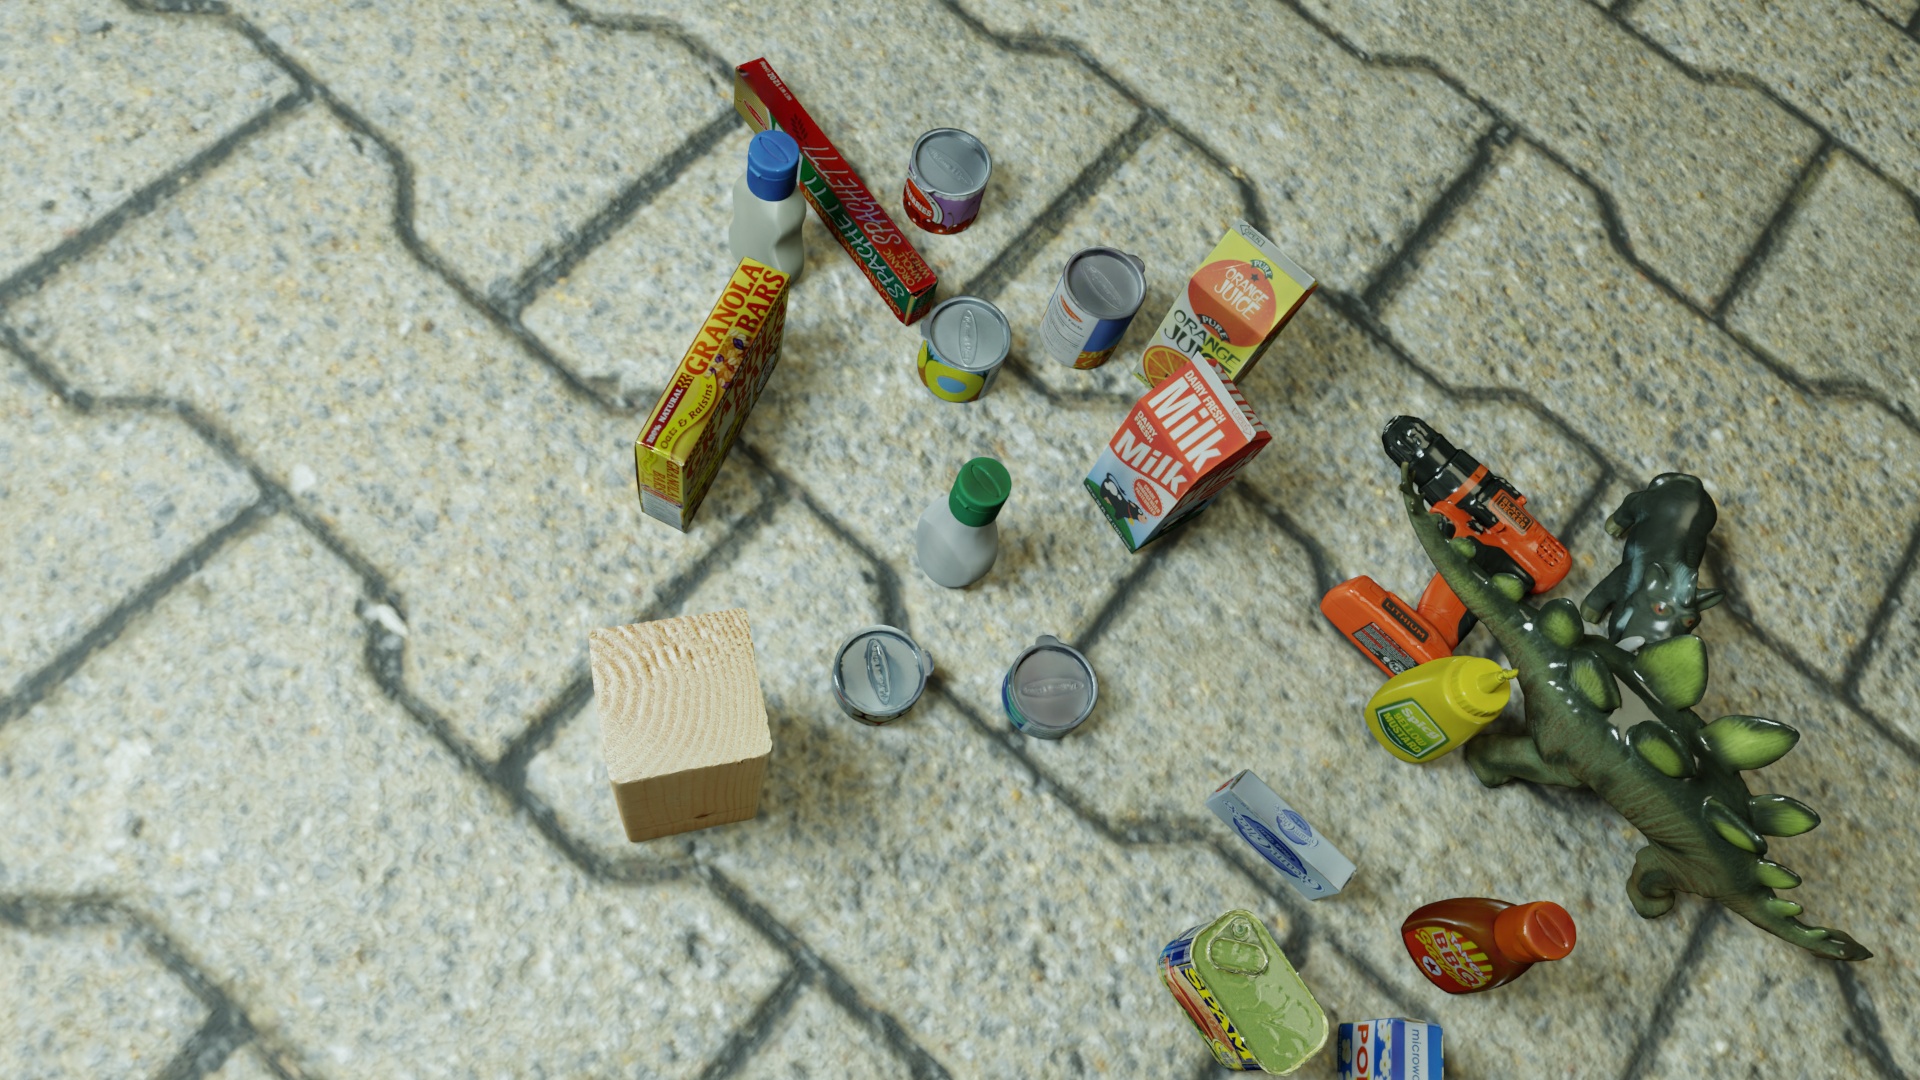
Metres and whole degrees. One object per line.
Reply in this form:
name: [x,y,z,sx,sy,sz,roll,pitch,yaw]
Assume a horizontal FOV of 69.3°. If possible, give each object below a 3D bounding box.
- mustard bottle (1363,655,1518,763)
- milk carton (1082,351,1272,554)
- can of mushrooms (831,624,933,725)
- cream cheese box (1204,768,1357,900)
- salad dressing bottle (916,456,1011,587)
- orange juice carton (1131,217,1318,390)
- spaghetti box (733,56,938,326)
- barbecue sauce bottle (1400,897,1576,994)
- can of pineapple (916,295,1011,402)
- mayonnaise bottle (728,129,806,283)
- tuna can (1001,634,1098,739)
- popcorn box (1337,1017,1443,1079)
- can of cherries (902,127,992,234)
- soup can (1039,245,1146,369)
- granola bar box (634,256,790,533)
mustard bottle: [0.347,0.114,0.989,0.049,0.159,0.065,-37,80,-22]
milk carton: [0.160,-0.066,1.008,0.074,0.189,0.072,-29,77,-20]
can of mushrooms: [-0.056,0.096,0.986,0.071,0.033,0.071,4,68,-10]
cream cheese box: [0.226,0.209,0.985,0.104,0.053,0.024,42,67,7]
salad dressing bottle: [0.003,-0.012,0.979,0.044,0.147,0.064,-36,79,-21]
orange juice carton: [0.205,-0.170,1.058,0.072,0.192,0.073,43,67,7]
spaghetti box: [-0.103,-0.282,1.120,0.029,0.050,0.250,-33,78,-21]
barbecue sauce bottle: [0.356,0.269,0.935,0.044,0.148,0.065,-32,78,-21]
can of pineapple: [0.000,-0.149,1.083,0.071,0.057,0.071,4,68,-10]
mayonnaise bottle: [-0.144,-0.249,1.045,0.065,0.147,0.041,44,67,8]
tuna can: [0.064,0.107,1.006,0.071,0.032,0.071,4,68,-10]
popcorn box: [0.280,0.381,0.909,0.038,0.085,0.127,11,67,-7]
can of cherries: [-0.014,-0.292,1.137,0.071,0.058,0.072,4,68,-10]
soup can: [0.106,-0.185,1.104,0.071,0.083,0.071,4,68,-10]
granola bar box: [-0.177,-0.103,0.993,0.039,0.123,0.166,25,66,-1]
